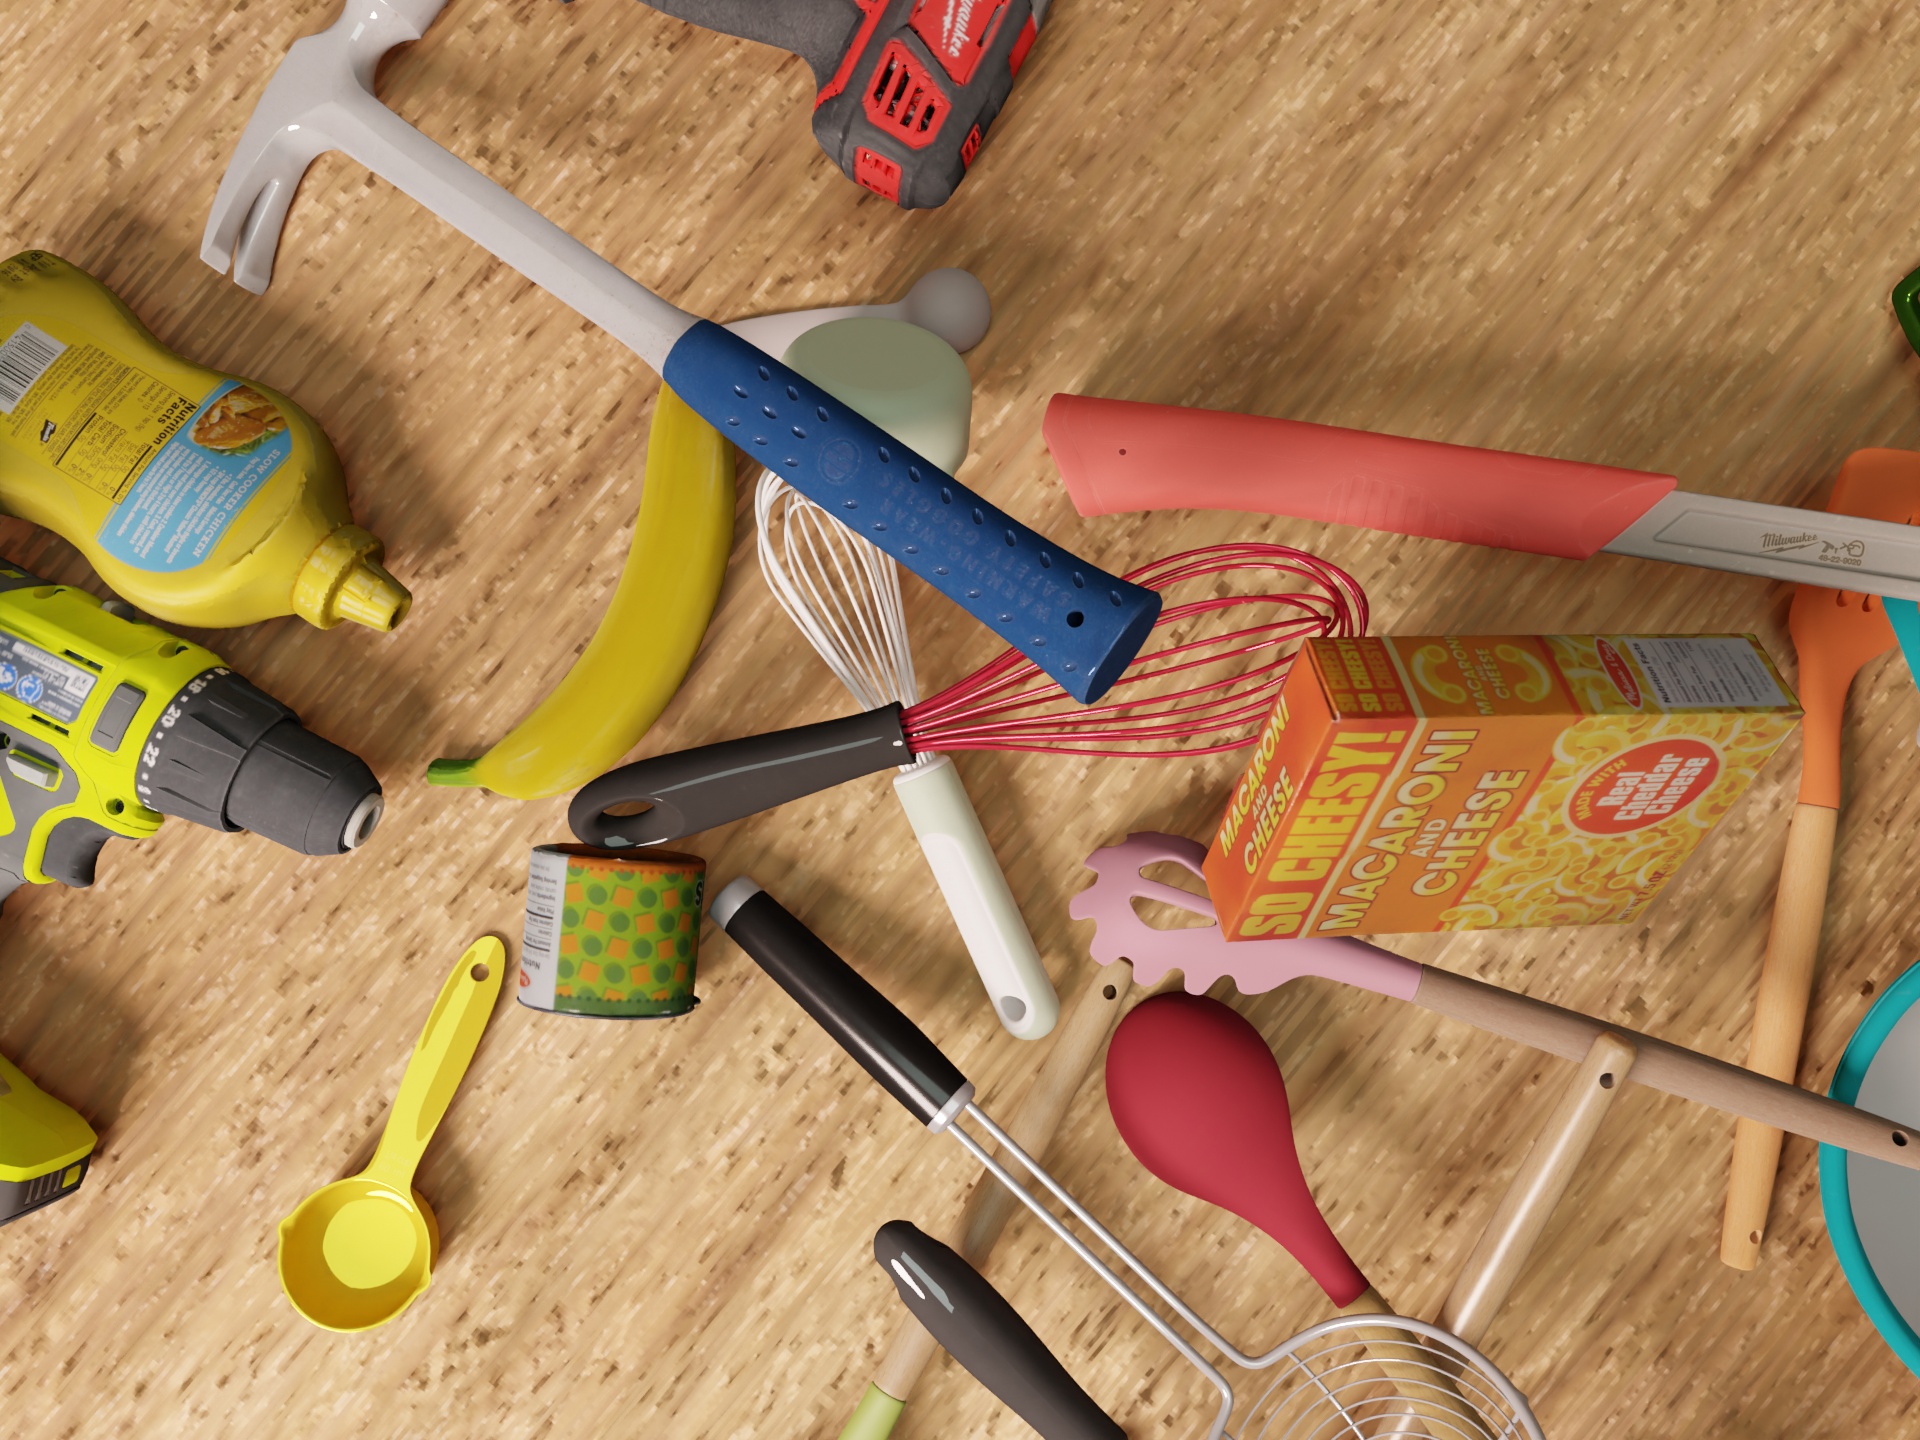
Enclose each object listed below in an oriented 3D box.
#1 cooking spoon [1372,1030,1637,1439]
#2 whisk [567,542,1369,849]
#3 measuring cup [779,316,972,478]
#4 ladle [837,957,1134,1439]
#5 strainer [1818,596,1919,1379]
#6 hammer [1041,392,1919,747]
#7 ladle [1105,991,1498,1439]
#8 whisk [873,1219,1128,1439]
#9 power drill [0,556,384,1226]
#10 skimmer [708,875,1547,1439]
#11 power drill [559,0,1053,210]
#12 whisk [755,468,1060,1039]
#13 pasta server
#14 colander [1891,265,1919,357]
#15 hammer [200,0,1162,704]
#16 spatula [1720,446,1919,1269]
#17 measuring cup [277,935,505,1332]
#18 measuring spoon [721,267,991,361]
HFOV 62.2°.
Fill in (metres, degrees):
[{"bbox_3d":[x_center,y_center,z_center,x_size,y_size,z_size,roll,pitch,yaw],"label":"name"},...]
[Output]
[{"bbox_3d":[0.172,0.254,0.596,0.069,0.017,0.319,23,104,1],"label":"cooking spoon"},{"bbox_3d":[-0.001,-0.002,0.566,0.296,0.073,0.073,-16,90,6],"label":"whisk"},{"bbox_3d":[-0.006,-0.096,0.570,0.083,0.038,0.168,-23,49,-30],"label":"measuring cup"},{"bbox_3d":[-0.015,0.234,0.621,0.078,0.062,0.320,30,83,0],"label":"ladle"},{"bbox_3d":[0.412,0.102,0.595,0.211,0.095,0.340,-20,81,21],"label":"strainer"},{"bbox_3d":[0.209,-0.089,0.583,0.359,0.036,0.149,11,91,11],"label":"hammer"},{"bbox_3d":[0.159,0.231,0.576,0.069,0.031,0.316,-43,73,13],"label":"ladle"},{"bbox_3d":[0.052,0.272,0.585,0.055,0.055,0.239,-43,93,-1],"label":"whisk"},{"bbox_3d":[-0.343,0.069,0.594,0.190,0.080,0.228,26,87,0],"label":"power drill"},{"bbox_3d":[0.039,0.177,0.554,0.363,0.090,0.127,41,85,13],"label":"skimmer"},{"bbox_3d":[-0.070,-0.305,0.600,0.219,0.078,0.143,28,90,-4],"label":"power drill"},{"bbox_3d":[-0.019,0.012,0.614,0.058,0.059,0.246,-21,96,38],"label":"whisk"},{"bbox_3d":[0.194,0.107,0.592,0.316,0.040,0.060,18,75,8],"label":"pasta server"},{"bbox_3d":[0.502,-0.023,0.597,0.094,0.204,0.397,-20,72,-34],"label":"colander"},{"bbox_3d":[-0.108,-0.131,0.563,0.406,0.035,0.144,36,91,17],"label":"hammer"},{"bbox_3d":[0.337,0.058,0.621,0.081,0.041,0.322,9,91,-18],"label":"spatula"},{"bbox_3d":[-0.213,0.159,0.625,0.062,0.029,0.156,22,78,-1],"label":"measuring cup"},{"bbox_3d":[-0.049,-0.155,0.626,0.124,0.018,0.034,-10,90,0],"label":"measuring spoon"}]
